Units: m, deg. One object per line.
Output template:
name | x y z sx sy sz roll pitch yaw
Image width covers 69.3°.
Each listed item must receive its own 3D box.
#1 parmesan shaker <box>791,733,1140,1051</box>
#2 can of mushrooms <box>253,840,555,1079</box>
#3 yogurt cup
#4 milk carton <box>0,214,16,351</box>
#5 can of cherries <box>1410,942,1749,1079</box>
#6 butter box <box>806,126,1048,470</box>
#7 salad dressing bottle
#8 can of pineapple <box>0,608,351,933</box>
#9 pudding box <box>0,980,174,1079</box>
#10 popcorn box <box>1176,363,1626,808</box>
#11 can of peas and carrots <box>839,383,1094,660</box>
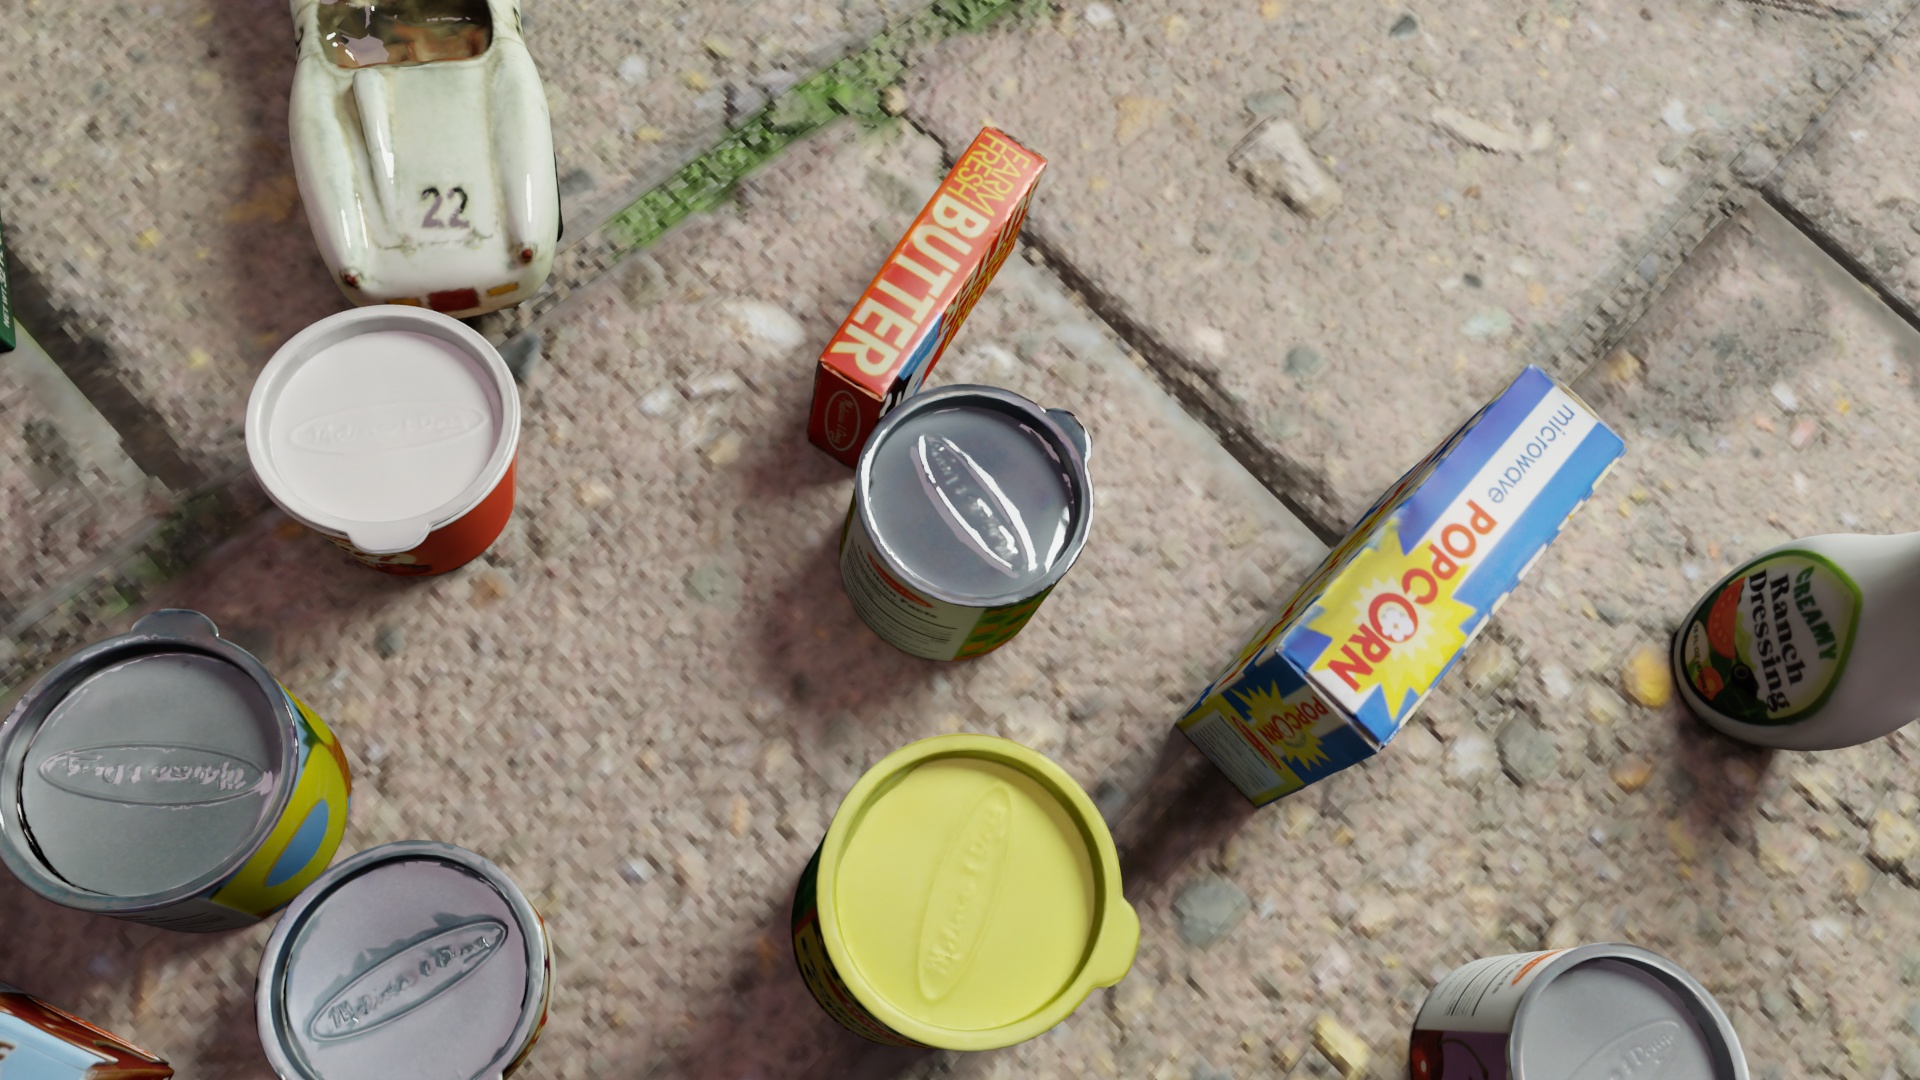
parmesan shaker | -0.004 0.092 0.343 0.071 0.102 0.071 4 69 -9
can of mushrooms | -0.136 0.113 0.348 0.071 0.033 0.071 4 69 -9
yogurt cup | -0.155 -0.024 0.385 0.072 0.053 0.072 4 69 -9
milk carton | -0.301 -0.110 0.317 0.073 0.189 0.072 -13 73 -15
can of cherries | 0.167 0.148 0.377 0.071 0.058 0.072 4 69 -9
butter box | -0.011 -0.075 0.432 0.024 0.053 0.104 31 67 2
salad dressing bottle | 0.270 0.020 0.397 0.044 0.147 0.064 6 69 -8
can of pineapple | -0.191 0.060 0.344 0.071 0.057 0.071 4 69 -9
pudding box | -0.234 0.117 0.319 0.084 0.049 0.030 25 67 0
popcorn box | 0.127 0.015 0.406 0.038 0.085 0.127 44 68 7
can of peas and carrots | 0.001 -0.005 0.405 0.071 0.058 0.071 4 69 -9
